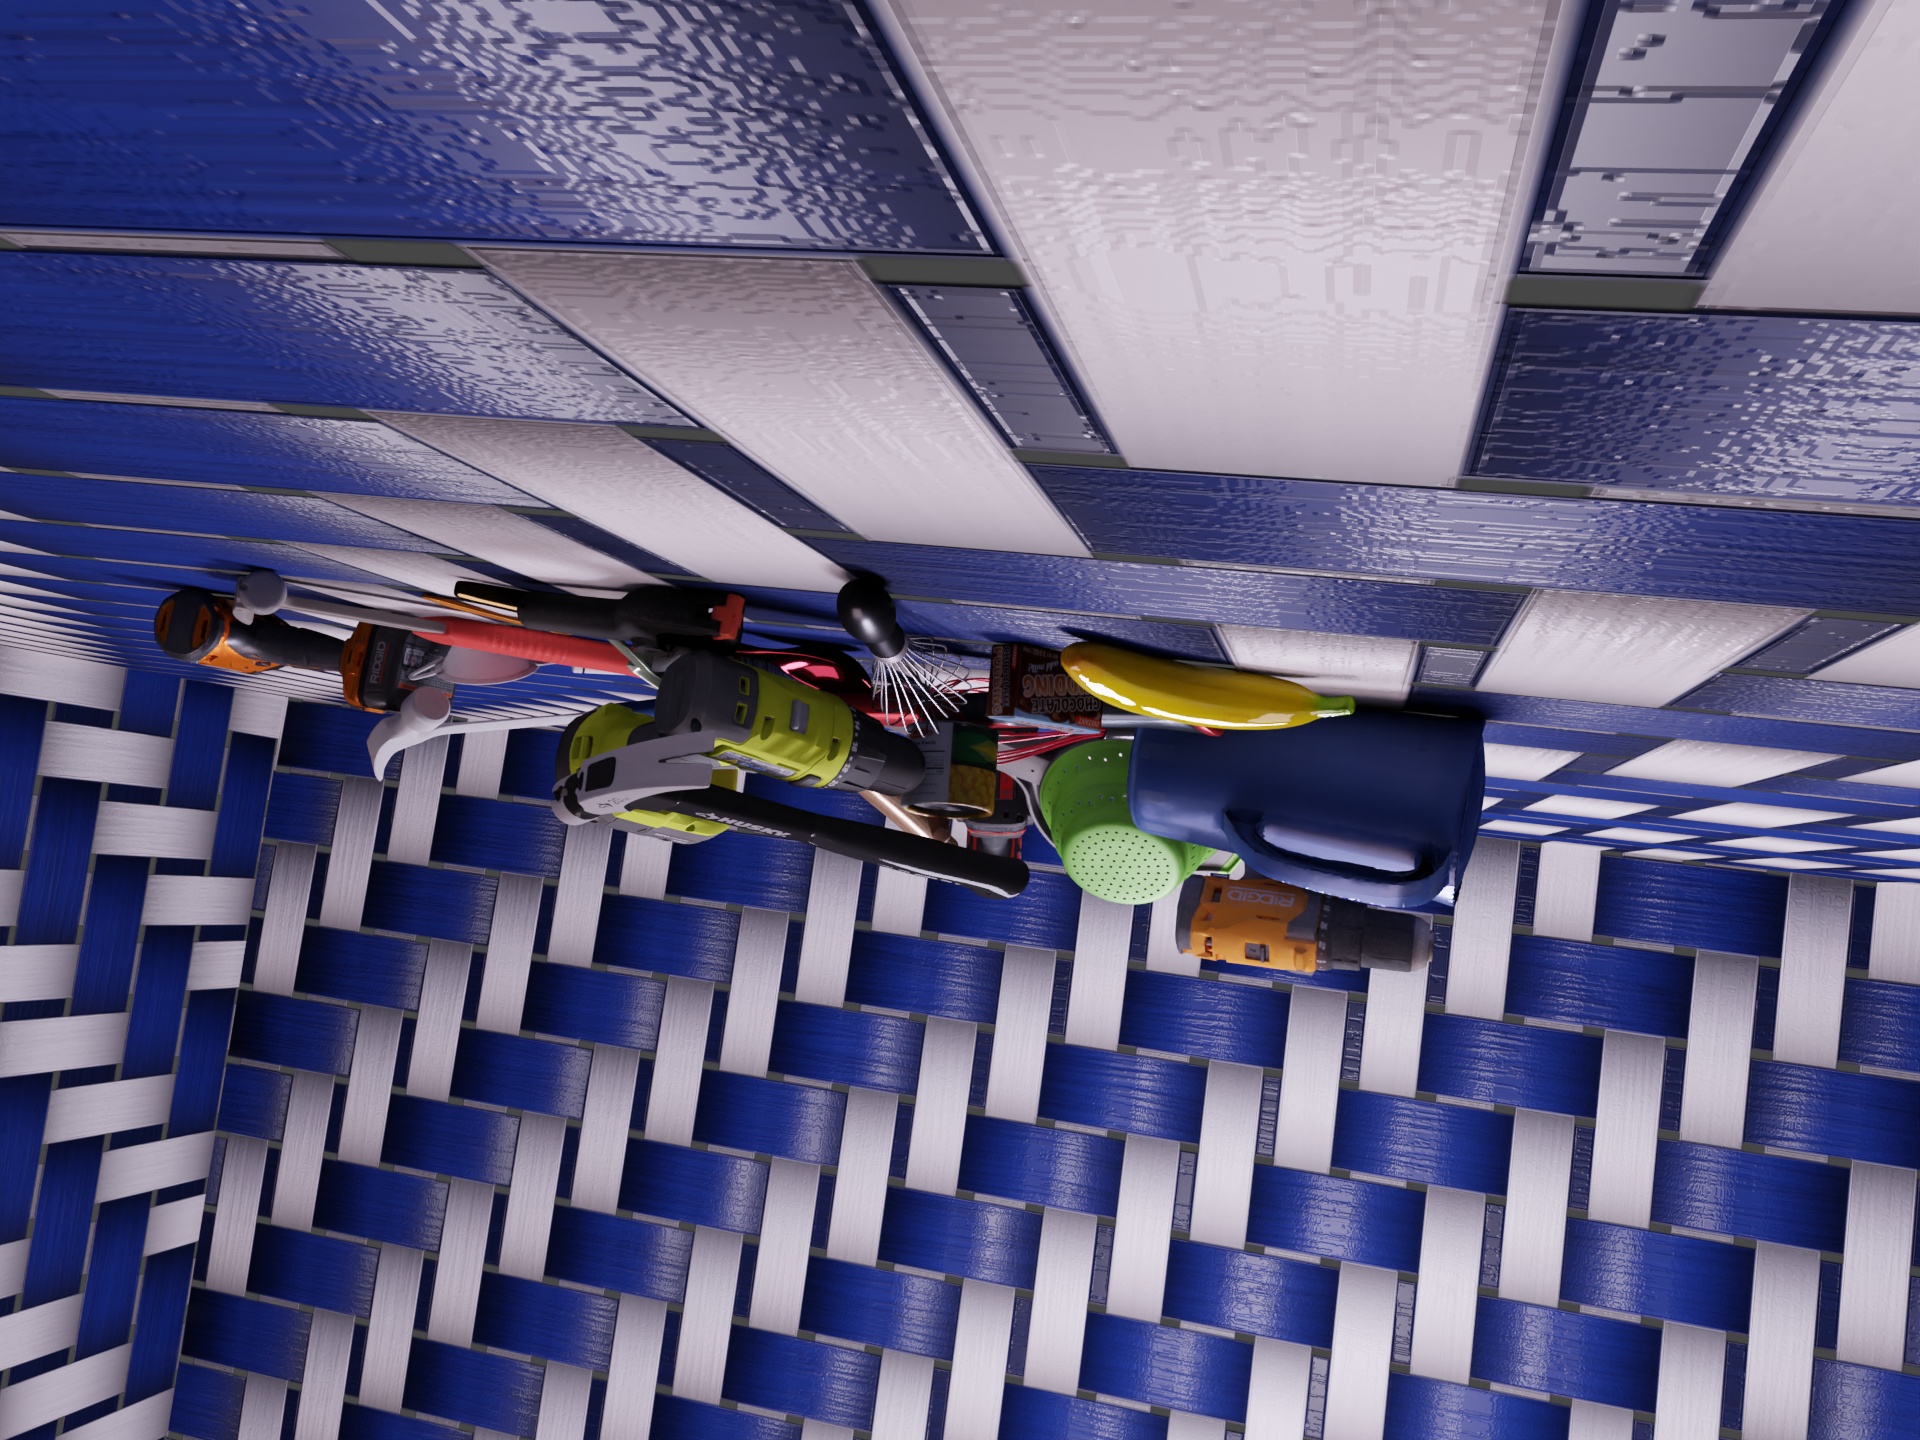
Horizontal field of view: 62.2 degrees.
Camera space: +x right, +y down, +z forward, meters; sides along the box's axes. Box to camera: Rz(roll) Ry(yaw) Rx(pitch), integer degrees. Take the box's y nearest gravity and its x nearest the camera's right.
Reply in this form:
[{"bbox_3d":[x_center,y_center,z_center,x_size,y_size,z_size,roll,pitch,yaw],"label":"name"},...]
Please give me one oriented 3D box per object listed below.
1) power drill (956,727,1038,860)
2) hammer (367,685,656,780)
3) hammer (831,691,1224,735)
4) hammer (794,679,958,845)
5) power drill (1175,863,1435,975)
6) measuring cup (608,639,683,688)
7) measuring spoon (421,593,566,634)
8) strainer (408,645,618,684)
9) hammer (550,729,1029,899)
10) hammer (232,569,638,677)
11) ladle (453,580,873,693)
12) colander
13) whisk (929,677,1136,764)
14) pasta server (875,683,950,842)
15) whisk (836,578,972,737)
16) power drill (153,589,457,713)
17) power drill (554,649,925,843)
[{"bbox_3d":[0.037,0.065,1.655,0.080,0.188,0.226,2,157,1],"label":"power drill"},{"bbox_3d":[-0.347,-0.002,1.466,0.405,0.035,0.144,-6,163,-47],"label":"hammer"},{"bbox_3d":[-0.002,-0.004,1.160,0.386,0.038,0.143,1,165,13],"label":"hammer"},{"bbox_3d":[-0.099,0.045,1.487,0.130,0.031,0.331,5,152,40],"label":"hammer"},{"bbox_3d":[0.276,0.102,1.224,0.185,0.226,0.084,6,132,18],"label":"power drill"},{"bbox_3d":[-0.230,-0.056,1.194,0.083,0.038,0.167,25,167,25],"label":"measuring cup"},{"bbox_3d":[-0.348,-0.082,1.200,0.116,0.011,0.021,14,173,-34],"label":"measuring spoon"},{"bbox_3d":[-0.334,-0.053,1.359,0.258,0.050,0.087,2,-157,-18],"label":"strainer"},{"bbox_3d":[-0.086,0.072,1.049,0.334,0.035,0.146,18,155,-36],"label":"hammer"},{"bbox_3d":[-0.386,-0.067,1.271,0.359,0.037,0.149,10,175,-24],"label":"hammer"},{"bbox_3d":[-0.201,-0.059,1.130,0.315,0.031,0.069,12,165,-31],"label":"ladle"},{"bbox_3d":[0.076,0.070,1.438,0.397,0.095,0.204,20,134,0],"label":"colander"},{"bbox_3d":[0.097,0.004,1.288,0.295,0.073,0.073,3,177,-19],"label":"whisk"},{"bbox_3d":[-0.035,0.032,1.280,0.060,0.040,0.316,35,-167,-17],"label":"pasta server"},{"bbox_3d":[-0.040,-0.039,0.952,0.070,0.070,0.284,7,171,8],"label":"whisk"},{"bbox_3d":[-0.562,-0.060,1.404,0.226,0.084,0.164,11,177,10],"label":"power drill"},{"bbox_3d":[-0.155,0.026,1.087,0.190,0.080,0.228,20,156,-37],"label":"power drill"}]
